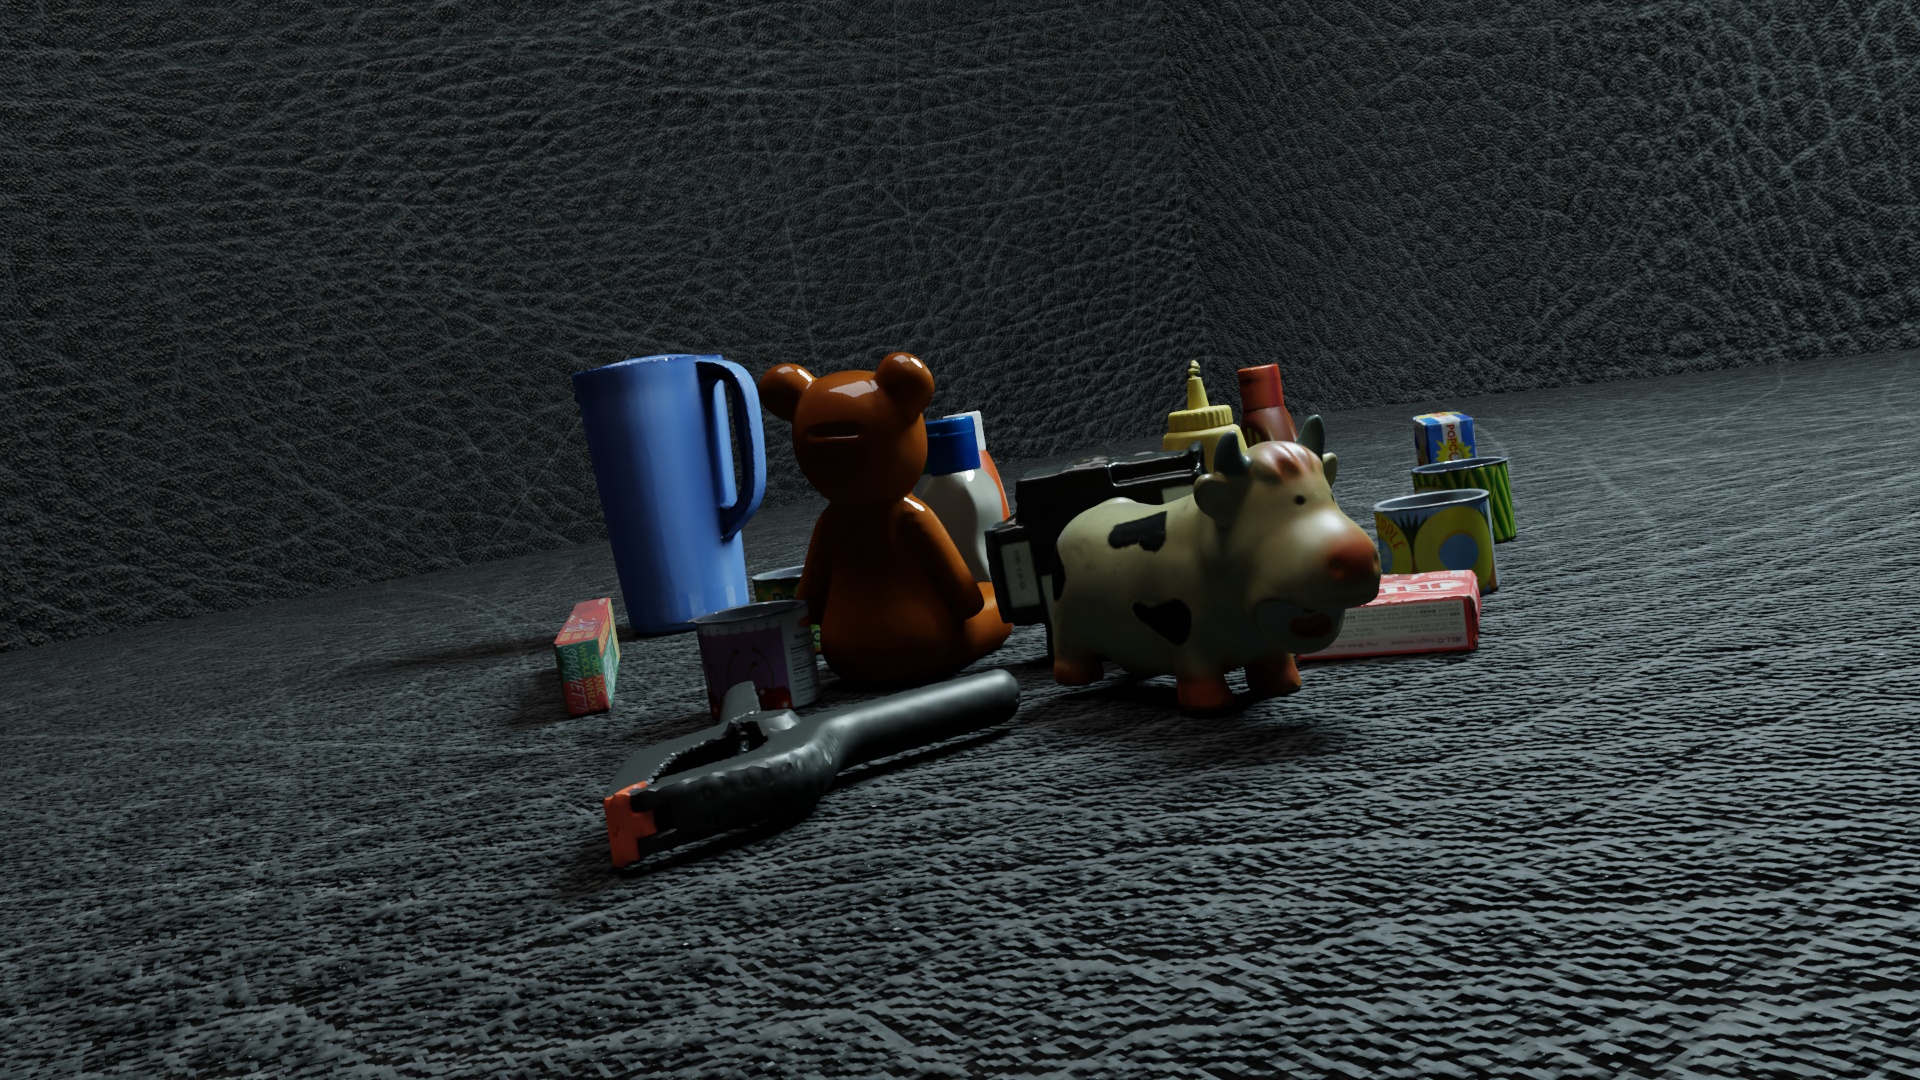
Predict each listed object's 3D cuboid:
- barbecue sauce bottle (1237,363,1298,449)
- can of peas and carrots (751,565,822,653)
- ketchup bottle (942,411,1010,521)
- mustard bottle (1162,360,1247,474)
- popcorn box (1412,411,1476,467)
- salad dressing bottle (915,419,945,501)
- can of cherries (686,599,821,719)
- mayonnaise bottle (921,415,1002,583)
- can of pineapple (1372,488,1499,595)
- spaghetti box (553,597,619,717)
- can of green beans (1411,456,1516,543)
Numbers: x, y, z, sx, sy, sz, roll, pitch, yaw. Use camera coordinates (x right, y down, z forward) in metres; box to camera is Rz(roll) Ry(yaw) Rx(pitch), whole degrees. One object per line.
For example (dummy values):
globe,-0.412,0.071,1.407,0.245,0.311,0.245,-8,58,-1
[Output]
barbecue sauce bottle,0.278,-0.083,1.247,0.044,0.148,0.065,-12,6,-30
can of peas and carrots,-0.112,0.050,0.996,0.071,0.058,0.071,-9,5,1
ketchup bottle,0.012,-0.047,1.322,0.064,0.148,0.044,-6,6,37
mustard bottle,0.156,-0.033,0.875,0.065,0.160,0.049,-10,5,-9
popcorn box,0.400,-0.060,1.141,0.038,0.085,0.127,-8,5,15
salad dressing bottle,-0.012,-0.017,1.051,0.064,0.147,0.044,-6,6,34
can of cherries,-0.120,0.069,0.809,0.071,0.058,0.071,-9,5,1
mayonnaise bottle,0.003,-0.012,0.975,0.064,0.148,0.041,-5,6,41
can of pineapple,0.281,0.003,0.825,0.071,0.057,0.071,-9,5,1
spaghetti box,-0.264,0.079,0.992,0.029,0.050,0.250,-10,5,-12
can of green beans,0.364,-0.027,1.005,0.071,0.057,0.071,-9,5,1
